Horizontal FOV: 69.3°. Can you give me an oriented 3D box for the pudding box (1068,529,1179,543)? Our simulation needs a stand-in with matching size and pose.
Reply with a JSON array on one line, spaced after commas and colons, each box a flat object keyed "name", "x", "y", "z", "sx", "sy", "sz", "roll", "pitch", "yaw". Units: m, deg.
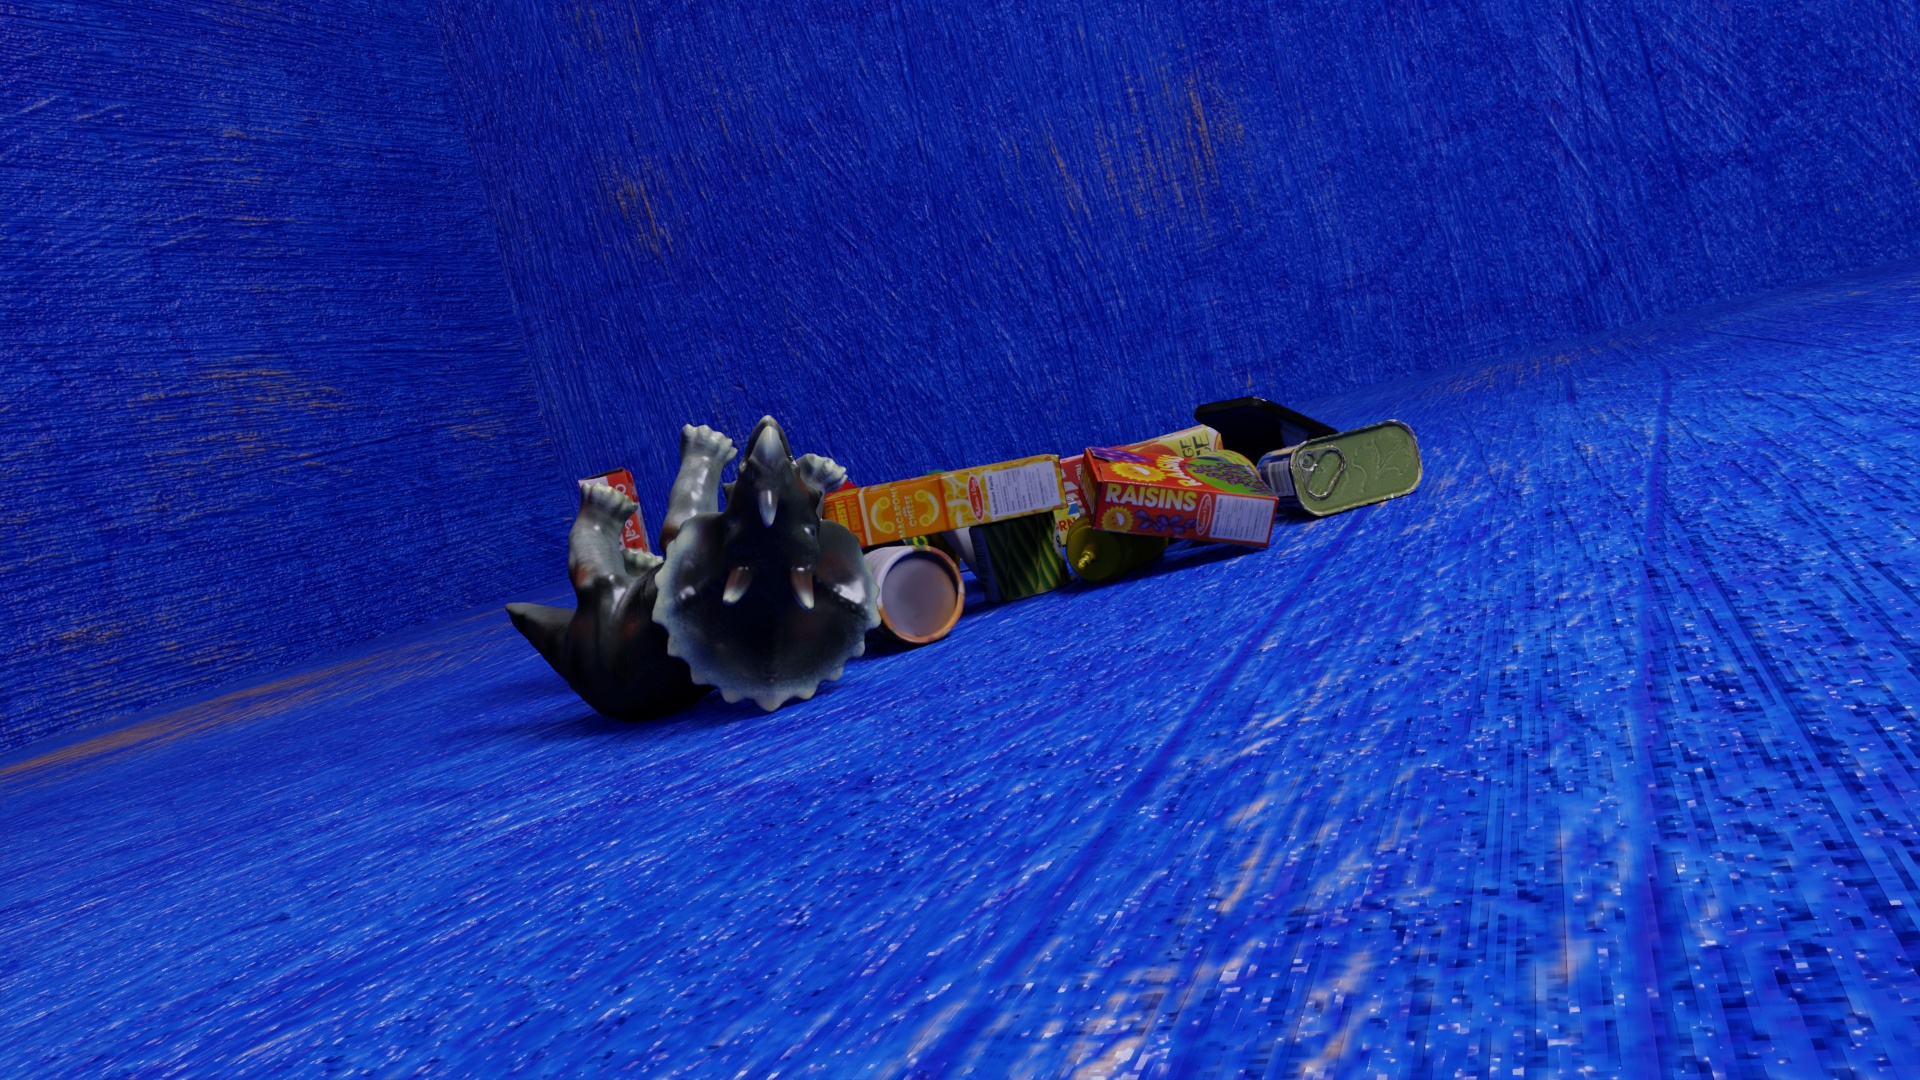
[{"name": "pudding box", "x": 0.135, "y": -0.007, "z": 1.134, "sx": 0.050, "sy": 0.030, "sz": 0.083, "roll": -19, "pitch": 6, "yaw": -38}]

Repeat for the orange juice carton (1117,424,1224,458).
[{"name": "orange juice carton", "x": 0.211, "y": -0.068, "z": 1.375, "sx": 0.193, "sy": 0.071, "sz": 0.073, "roll": -17, "pitch": 5, "yaw": -35}]

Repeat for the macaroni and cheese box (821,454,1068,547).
[{"name": "macaroni and cheese box", "x": -0.012, "y": -0.029, "z": 0.999, "sx": 0.166, "sy": 0.040, "sz": 0.124, "roll": -11, "pitch": 4, "yaw": 0}]

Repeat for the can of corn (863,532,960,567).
[{"name": "can of corn", "x": -0.042, "y": 0.010, "z": 1.225, "sx": 0.058, "sy": 0.071, "sz": 0.071, "roll": -17, "pitch": 5, "yaw": -41}]

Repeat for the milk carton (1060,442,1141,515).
[{"name": "milk carton", "x": 0.115, "y": -0.050, "z": 1.463, "sx": 0.190, "sy": 0.072, "sz": 0.074, "roll": -13, "pitch": 5, "yaw": 33}]

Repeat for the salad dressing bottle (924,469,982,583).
[{"name": "salad dressing bottle", "x": 0.004, "y": -0.015, "z": 1.169, "sx": 0.044, "sy": 0.064, "sz": 0.148, "roll": -36, "pitch": 35, "yaw": -2}]

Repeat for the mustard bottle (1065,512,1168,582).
[{"name": "mustard bottle", "x": 0.109, "y": 0.001, "z": 1.006, "sx": 0.065, "sy": 0.048, "sz": 0.161, "roll": -11, "pitch": 5, "yaw": 20}]

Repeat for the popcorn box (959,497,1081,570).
[{"name": "popcorn box", "x": 0.054, "y": -0.007, "z": 1.334, "sx": 0.127, "sy": 0.038, "sz": 0.085, "roll": -14, "pitch": 4, "yaw": 2}]

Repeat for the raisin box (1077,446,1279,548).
[{"name": "raisin box", "x": 0.149, "y": -0.031, "z": 0.969, "sx": 0.123, "sy": 0.040, "sz": 0.086, "roll": 6, "pitch": 19, "yaw": -4}]

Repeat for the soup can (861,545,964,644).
[{"name": "soup can", "x": -0.041, "y": 0.038, "z": 0.941, "sx": 0.071, "sy": 0.071, "sz": 0.083, "roll": -17, "pitch": 6, "yaw": -26}]

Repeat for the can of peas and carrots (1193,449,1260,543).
[{"name": "can of peas and carrots", "x": 0.193, "y": -0.037, "z": 1.064, "sx": 0.071, "sy": 0.071, "sz": 0.059, "roll": -13, "pitch": 4, "yaw": 22}]

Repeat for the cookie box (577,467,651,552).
[{"name": "cookie box", "x": -0.270, "y": 0.026, "z": 1.139, "sx": 0.040, "sy": 0.167, "sz": 0.123, "roll": -15, "pitch": 4, "yaw": -11}]

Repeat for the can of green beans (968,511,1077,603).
[{"name": "can of green beans", "x": 0.044, "y": 0.010, "z": 1.036, "sx": 0.071, "sy": 0.057, "sz": 0.071, "roll": -14, "pitch": 4, "yaw": 1}]
